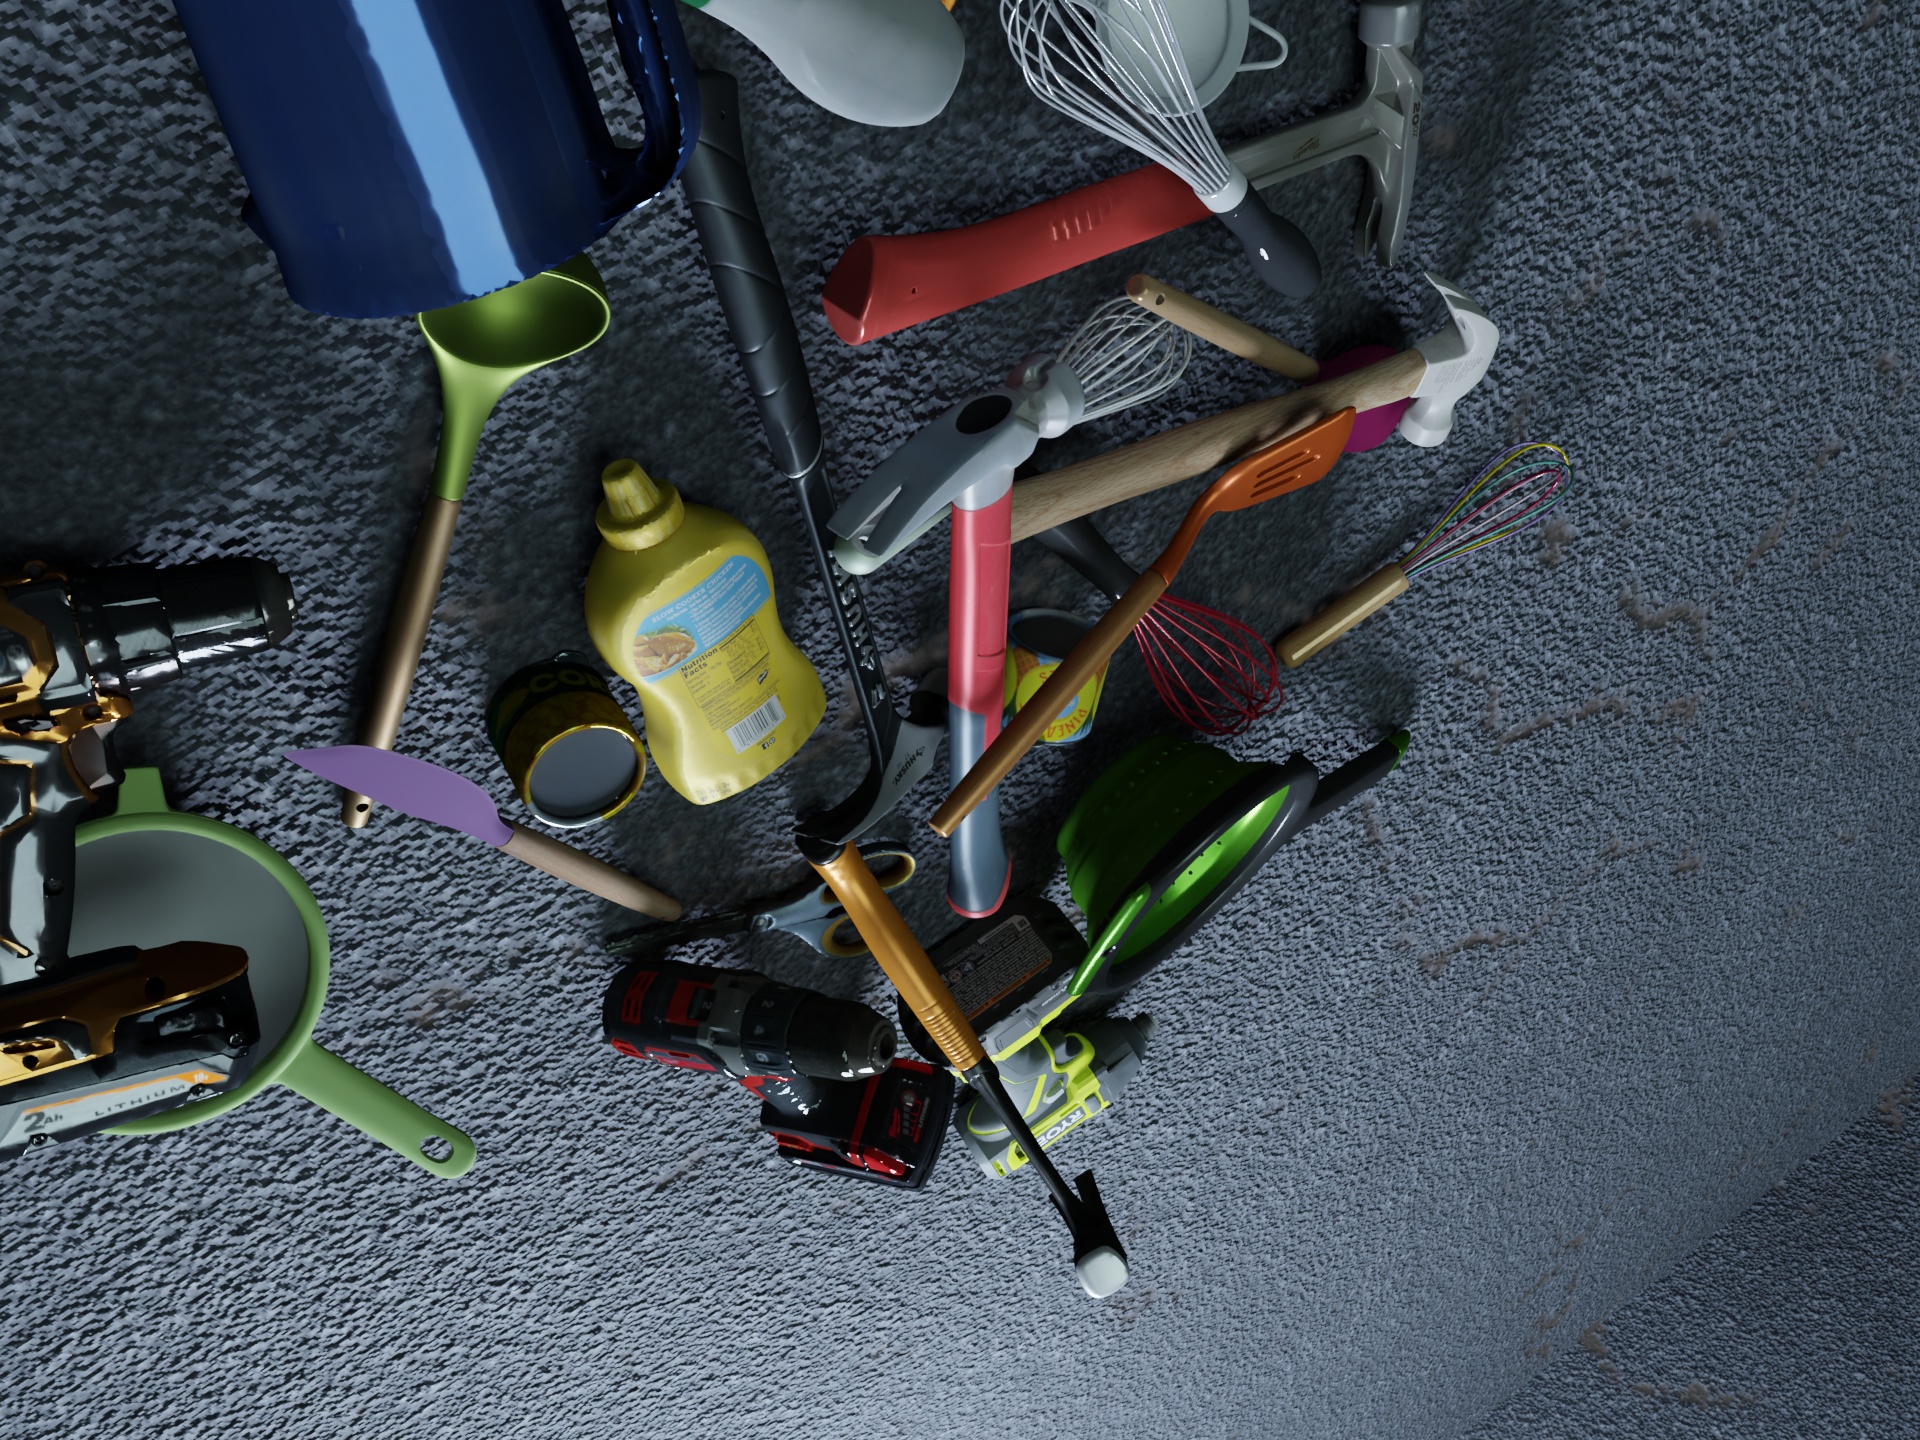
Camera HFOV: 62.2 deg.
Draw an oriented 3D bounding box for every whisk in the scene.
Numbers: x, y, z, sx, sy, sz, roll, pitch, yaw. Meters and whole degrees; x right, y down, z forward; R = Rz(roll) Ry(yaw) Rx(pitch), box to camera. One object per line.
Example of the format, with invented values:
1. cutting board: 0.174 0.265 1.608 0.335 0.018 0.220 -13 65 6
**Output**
1. whisk: 0.320 -0.109 1.090 0.245 0.051 0.047 -35 142 -3
2. whisk: 0.031 -0.148 0.814 0.246 0.058 0.059 -39 -179 -22
3. whisk: 0.109 -0.070 0.958 0.073 0.073 0.295 -48 131 6
4. whisk: 0.105 -0.263 0.734 0.070 0.070 0.284 -52 144 11

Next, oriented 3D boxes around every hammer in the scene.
1. hammer: -0.001 -0.003 0.843 0.143 0.038 0.386 -42 152 -30
2. hammer: 0.094 -0.251 0.800 0.359 0.037 0.149 -27 135 -23
3. hammer: 0.000 0.197 0.985 0.034 0.127 0.336 -32 102 0
4. hammer: -0.077 -0.113 0.777 0.149 0.036 0.408 -53 142 -37
5. hammer: 0.162 -0.164 0.884 0.331 0.031 0.130 -21 152 -19

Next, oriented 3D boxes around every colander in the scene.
1. colander: 0.185 0.052 1.098 0.397 0.095 0.204 -23 151 -44

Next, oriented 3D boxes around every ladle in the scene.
1. ladle: -0.234 -0.073 0.713 0.078 0.062 0.320 4 123 -37

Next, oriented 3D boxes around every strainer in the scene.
1. strainer: -0.340 0.141 0.761 0.256 0.069 0.151 43 80 -27
2. strainer: 0.039 -0.330 0.705 0.258 0.050 0.087 2 104 -36

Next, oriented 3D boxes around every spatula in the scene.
1. spatula: 0.099 -0.055 0.865 0.322 0.041 0.081 -48 167 -12
2. spatula: -0.213 0.062 0.793 0.060 0.018 0.315 -5 160 16

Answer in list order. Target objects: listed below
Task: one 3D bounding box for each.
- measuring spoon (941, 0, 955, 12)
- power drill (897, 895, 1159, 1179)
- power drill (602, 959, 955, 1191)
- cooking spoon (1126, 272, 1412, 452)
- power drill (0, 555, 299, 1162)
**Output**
1. measuring spoon: -0.010 -0.327 0.705 0.021 0.011 0.117 12 112 -37
2. power drill: 0.054 0.228 1.145 0.171 0.080 0.223 -34 140 -7
3. power drill: -0.085 0.213 0.962 0.226 0.188 0.080 49 51 -48
4. cooking spoon: 0.185 -0.202 0.899 0.318 0.017 0.068 5 121 -51
5. power drill: -0.352 0.045 0.657 0.185 0.084 0.226 -15 102 -24
